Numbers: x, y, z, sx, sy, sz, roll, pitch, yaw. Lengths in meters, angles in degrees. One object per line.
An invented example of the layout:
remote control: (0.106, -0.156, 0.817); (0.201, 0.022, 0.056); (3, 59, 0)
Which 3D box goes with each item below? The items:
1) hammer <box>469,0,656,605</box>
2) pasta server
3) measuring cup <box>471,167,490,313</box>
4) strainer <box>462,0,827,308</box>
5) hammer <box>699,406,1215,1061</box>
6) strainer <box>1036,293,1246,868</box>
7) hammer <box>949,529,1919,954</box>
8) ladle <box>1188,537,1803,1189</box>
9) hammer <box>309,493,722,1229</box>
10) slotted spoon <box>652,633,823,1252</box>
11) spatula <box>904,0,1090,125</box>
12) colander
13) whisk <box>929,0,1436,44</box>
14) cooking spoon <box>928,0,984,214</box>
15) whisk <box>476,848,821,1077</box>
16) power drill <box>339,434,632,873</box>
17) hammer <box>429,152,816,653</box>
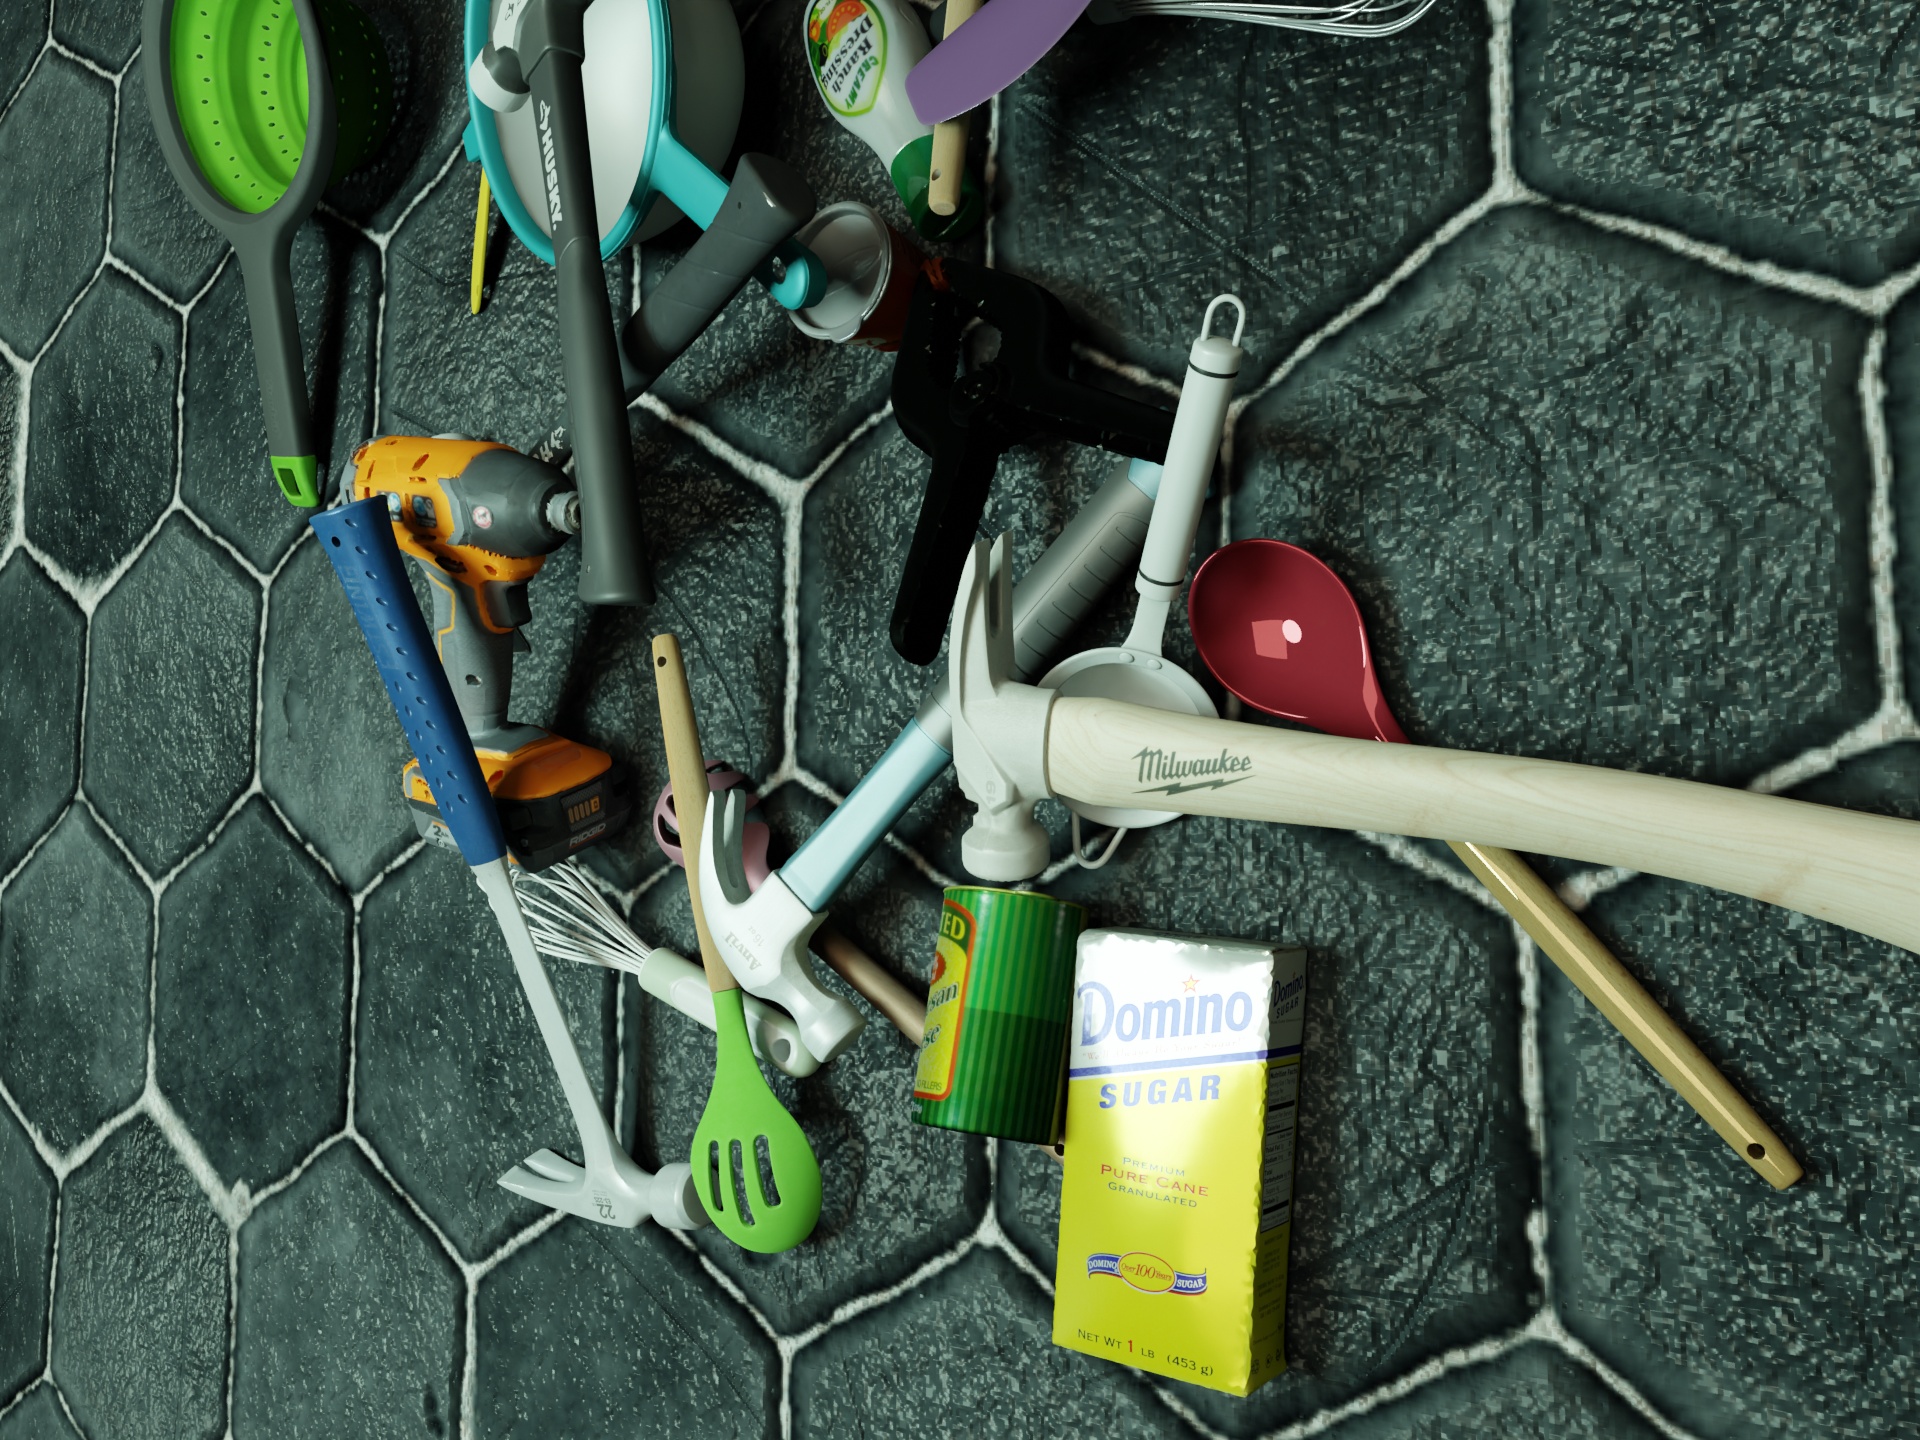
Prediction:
hammer: (-0.180, -0.213, 0.767); (0.146, 0.035, 0.335); (-24, 72, 49)
pasta server: (-0.052, 0.117, 0.787); (0.316, 0.040, 0.060); (36, 106, 28)
measuring cup: (-0.284, -0.331, 0.994); (0.062, 0.029, 0.156); (42, 124, 52)
strainer: (-0.144, -0.315, 0.841); (0.341, 0.095, 0.211); (47, 132, 28)
hammer: (-0.001, -0.002, 0.730); (0.128, 0.033, 0.331); (44, 103, 16)
strainer: (0.082, -0.051, 0.653); (0.087, 0.050, 0.258); (16, 125, 8)
hammer: (0.179, 0.019, 0.574); (0.411, 0.038, 0.146); (9, 112, 29)
ladle: (0.199, 0.046, 0.614); (0.316, 0.031, 0.069); (52, 122, 25)
hammer: (-0.247, 0.083, 0.830); (0.144, 0.035, 0.405); (-10, 104, 36)
slotted spoon: (-0.124, 0.109, 0.795); (0.070, 0.031, 0.314); (-14, 82, 20)
spatula: (0.103, -0.359, 0.672); (0.316, 0.018, 0.060); (-34, 52, 20)
colander: (-0.445, -0.348, 1.081); (0.205, 0.094, 0.397); (8, 108, 35)
whisk: (0.094, -0.328, 0.710); (0.285, 0.070, 0.070); (11, 92, 41)
cooking spoon: (0.007, -0.383, 0.763); (0.069, 0.017, 0.319); (-6, 70, 35)
whisk: (-0.170, 0.130, 0.855); (0.246, 0.059, 0.058); (23, 97, 30)
power drill: (-0.245, -0.038, 0.856); (0.164, 0.084, 0.226); (10, 115, 35)
hammer: (-0.192, -0.164, 0.840); (0.409, 0.036, 0.149); (-29, 73, 48)
